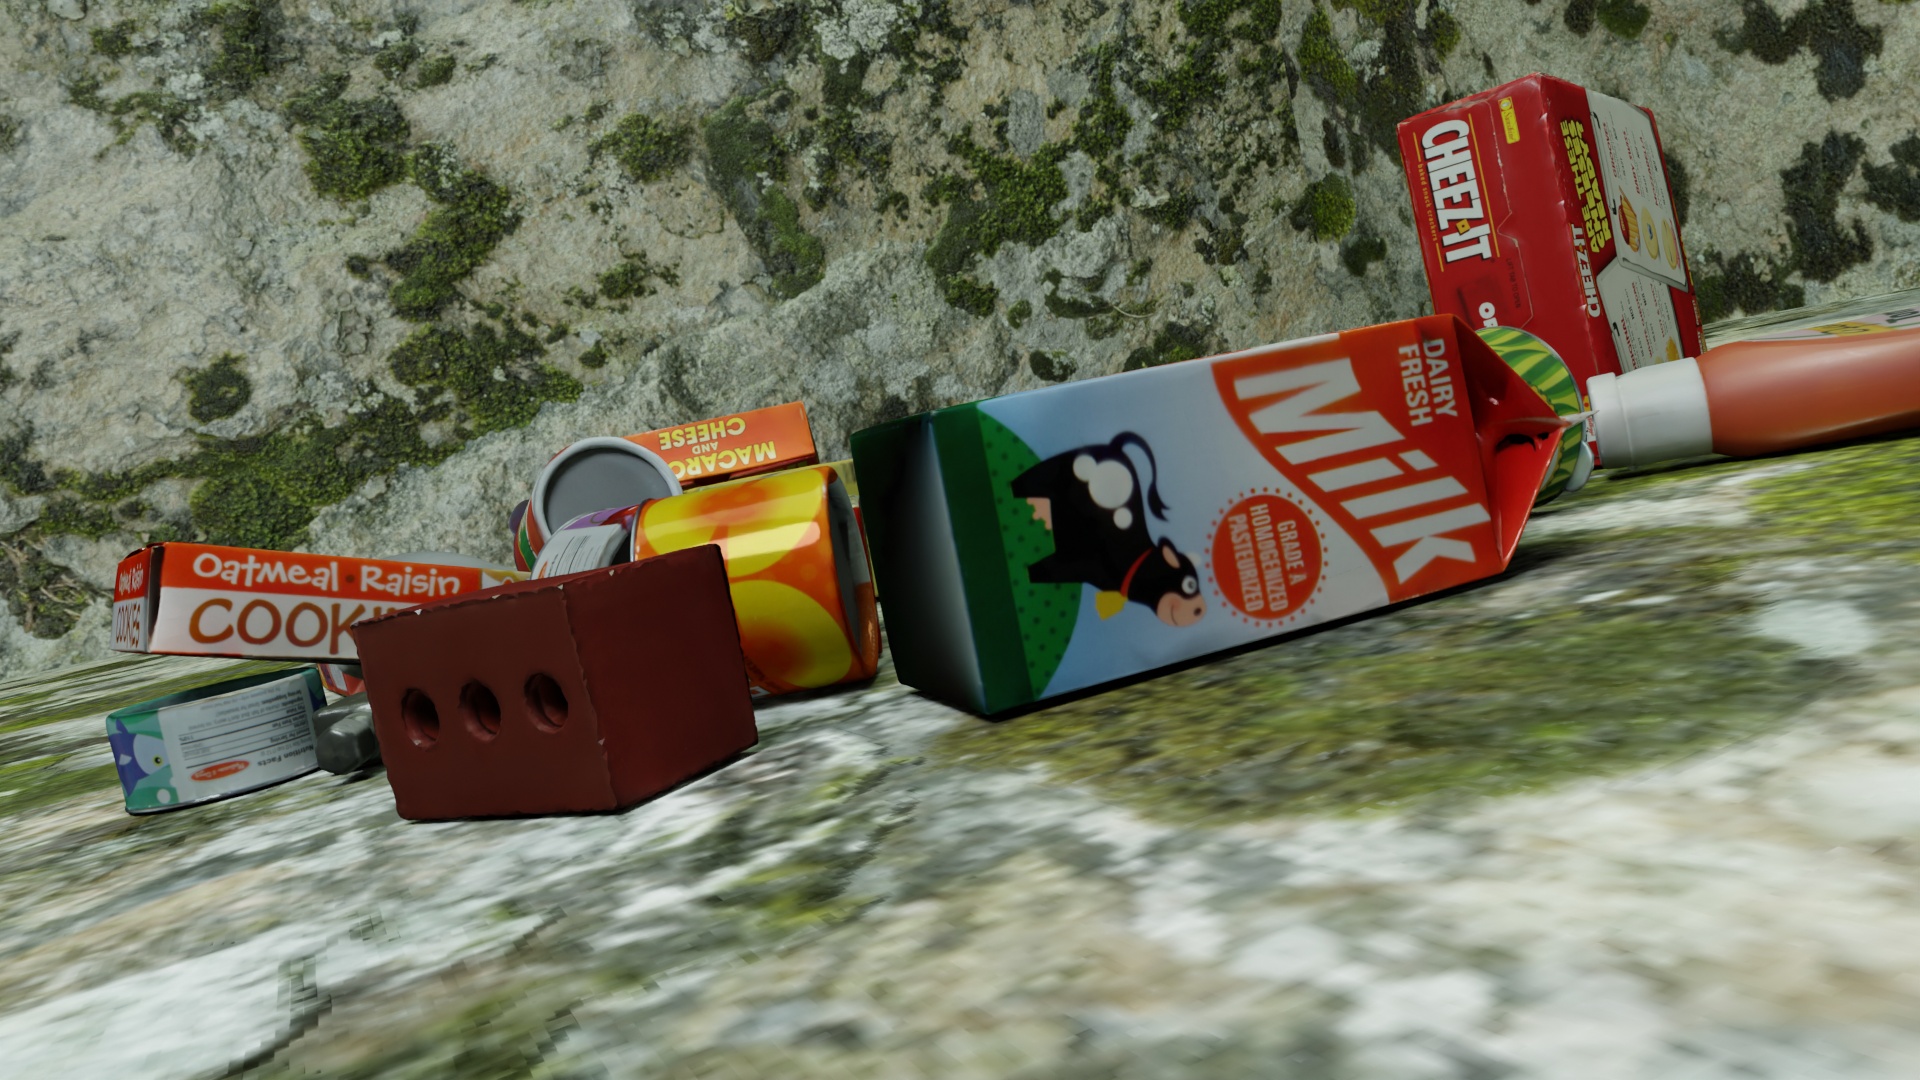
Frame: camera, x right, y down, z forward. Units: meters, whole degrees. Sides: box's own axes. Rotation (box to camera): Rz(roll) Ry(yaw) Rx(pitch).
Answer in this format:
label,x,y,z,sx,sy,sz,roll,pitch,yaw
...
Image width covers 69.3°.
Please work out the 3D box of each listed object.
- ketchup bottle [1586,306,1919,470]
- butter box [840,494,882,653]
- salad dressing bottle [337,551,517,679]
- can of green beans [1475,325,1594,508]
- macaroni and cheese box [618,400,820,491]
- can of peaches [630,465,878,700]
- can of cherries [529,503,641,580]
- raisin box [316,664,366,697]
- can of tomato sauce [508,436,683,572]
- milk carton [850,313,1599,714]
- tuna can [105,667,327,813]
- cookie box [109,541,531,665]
label,x,y,z,sx,sy,sz,roll,pitch,yaw
ketchup bottle,0.309,-0.056,0.501,0.148,0.043,0.065,-11,4,23
butter box,-0.044,0.012,0.505,0.024,0.053,0.103,-9,4,-4
salad dressing bottle,-0.227,0.035,0.682,0.148,0.064,0.044,-4,17,-37
can of green beans,0.168,-0.037,0.477,0.058,0.071,0.071,-14,4,-25
macaroni and cheese box,-0.144,-0.020,0.857,0.124,0.040,0.165,-12,-21,-5
can of peaches,-0.059,0.016,0.414,0.058,0.071,0.071,-11,4,3
can of cherries,-0.106,0.019,0.483,0.072,0.071,0.058,-14,5,-37
raisin box,-0.294,0.053,0.741,0.086,0.040,0.123,-15,4,-30
can of tomato sauce,-0.167,-0.006,0.633,0.071,0.071,0.083,-13,-8,-25
milk carton,0.075,-0.014,0.377,0.191,0.073,0.072,-13,4,-20
tuna can,-0.250,0.066,0.472,0.071,0.033,0.071,-11,4,1
cookie box,-0.231,0.029,0.546,0.168,0.040,0.123,7,-8,-36
